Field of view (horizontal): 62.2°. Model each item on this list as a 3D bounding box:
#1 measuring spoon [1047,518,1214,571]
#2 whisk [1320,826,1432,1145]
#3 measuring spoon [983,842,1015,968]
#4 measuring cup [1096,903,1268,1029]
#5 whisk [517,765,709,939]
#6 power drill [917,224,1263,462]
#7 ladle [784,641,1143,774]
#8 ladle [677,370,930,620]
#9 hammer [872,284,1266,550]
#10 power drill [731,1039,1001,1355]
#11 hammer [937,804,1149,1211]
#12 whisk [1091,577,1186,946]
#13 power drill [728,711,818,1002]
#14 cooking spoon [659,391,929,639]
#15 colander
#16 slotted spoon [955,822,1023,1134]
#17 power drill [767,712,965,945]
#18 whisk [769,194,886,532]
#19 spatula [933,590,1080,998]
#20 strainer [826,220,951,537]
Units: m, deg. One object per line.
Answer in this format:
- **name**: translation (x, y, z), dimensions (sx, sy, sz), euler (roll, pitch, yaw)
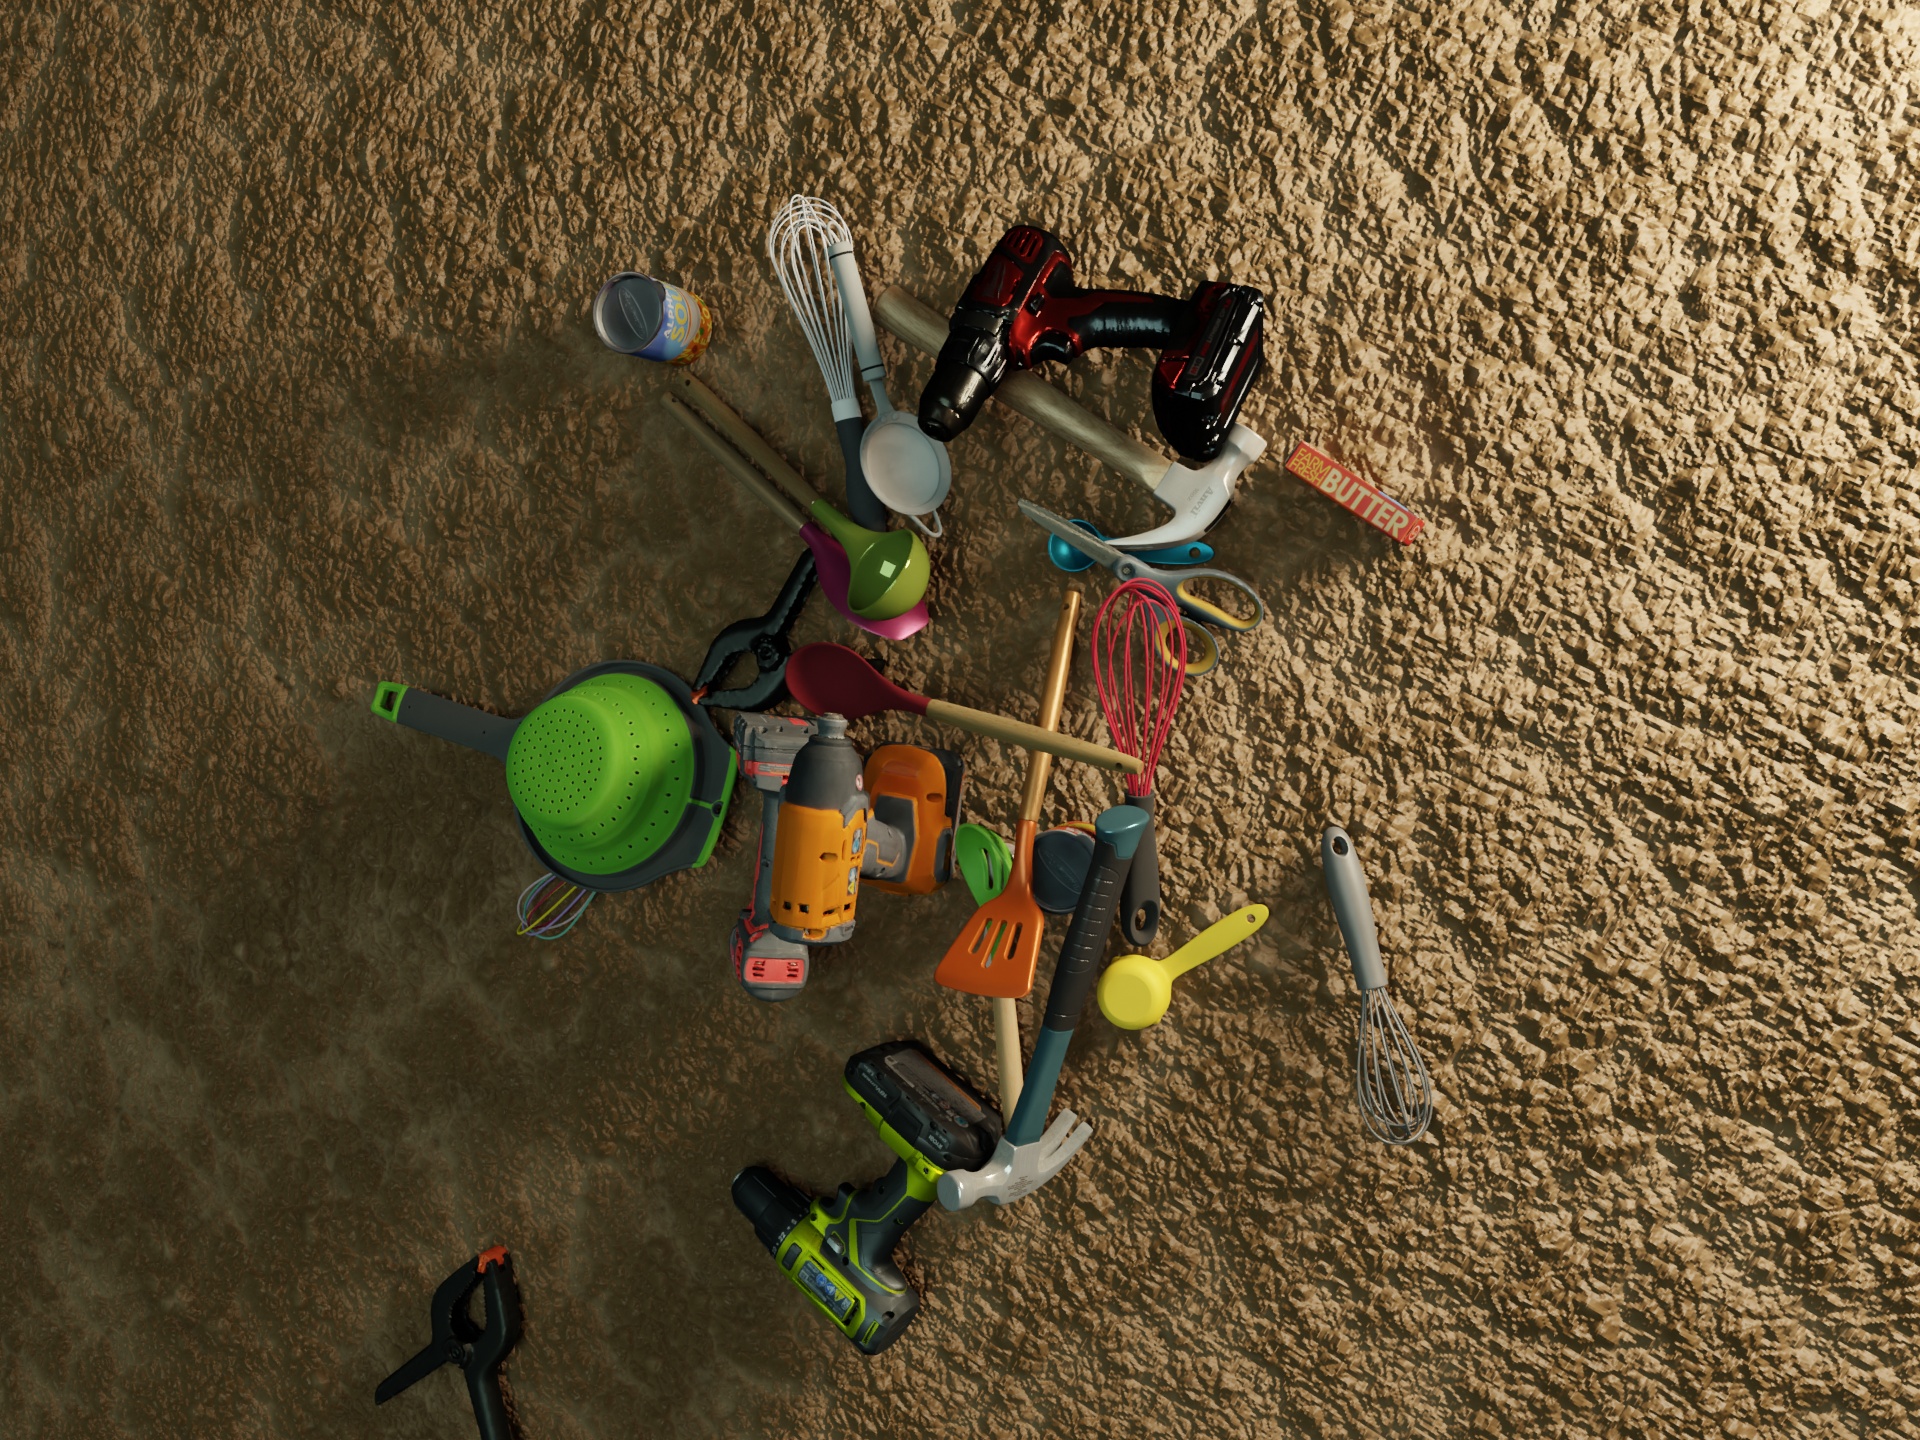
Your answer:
- **measuring spoon**: translation (0.132, -0.131, 1.235), dimensions (0.128, 0.021, 0.042), euler (5, 82, 12)
- **whisk**: translation (0.302, 0.196, 1.178), dimensions (0.055, 0.055, 0.239), euler (-15, 84, 21)
- **measuring spoon**: translation (0.029, 0.161, 1.291), dimensions (0.034, 0.018, 0.124), euler (9, 98, 20)
- **measuring cup**: translation (0.171, 0.188, 1.232), dimensions (0.156, 0.029, 0.062), euler (-37, 81, 22)
- **whisk**: translation (-0.307, 0.116, 1.404), dimensions (0.245, 0.047, 0.051), euler (-39, 79, 16)
- **power drill**: translation (0.091, -0.263, 1.170), dimensions (0.227, 0.080, 0.188), euler (20, 69, 19)
- **ladle**: translation (-0.002, -0.004, 1.232), dimensions (0.315, 0.031, 0.069), euler (16, 122, 28)
- **ladle**: translation (-0.138, -0.194, 1.288), dimensions (0.320, 0.062, 0.078), euler (45, 100, 23)
- **hammer**: translation (0.064, -0.243, 1.236), dimensions (0.331, 0.031, 0.130), euler (35, 95, 17)
- **power drill**: translation (-0.084, 0.381, 1.319), dimensions (0.191, 0.080, 0.228), euler (37, 109, 24)
- **hammer**: translation (0.078, 0.220, 1.209), dimensions (0.033, 0.128, 0.331), euler (31, 111, 44)
- **whisk**: translation (0.134, 0.036, 1.204), dimensions (0.073, 0.073, 0.295), euler (4, 109, 20)
- **power drill**: translation (-0.151, 0.108, 1.299), dimensions (0.078, 0.143, 0.219), euler (4, 94, -12)
- **cooking spoon**: translation (-0.145, -0.175, 1.318), dimensions (0.319, 0.069, 0.017), euler (43, 145, 19)
- **colander**: translation (-0.387, 0.021, 1.383), dimensions (0.397, 0.094, 0.204), euler (16, 86, 24)
- **slotted spoon**: translation (0.034, 0.232, 1.278), dimensions (0.070, 0.031, 0.313), euler (7, 106, 54)
- **power drill**: translation (-0.070, 0.071, 1.210), dimensions (0.084, 0.226, 0.164), euler (9, 97, 20)
- **whisk**: translation (-0.099, -0.284, 1.291), dimensions (0.070, 0.070, 0.284), euler (-10, 96, 21)
- **spatula**: translation (0.053, 0.051, 1.212), dimensions (0.081, 0.041, 0.323), euler (5, 76, 30)
- **strainer**: translation (-0.066, -0.267, 1.261), dimensions (0.050, 0.087, 0.258), euler (-6, 102, 52)
